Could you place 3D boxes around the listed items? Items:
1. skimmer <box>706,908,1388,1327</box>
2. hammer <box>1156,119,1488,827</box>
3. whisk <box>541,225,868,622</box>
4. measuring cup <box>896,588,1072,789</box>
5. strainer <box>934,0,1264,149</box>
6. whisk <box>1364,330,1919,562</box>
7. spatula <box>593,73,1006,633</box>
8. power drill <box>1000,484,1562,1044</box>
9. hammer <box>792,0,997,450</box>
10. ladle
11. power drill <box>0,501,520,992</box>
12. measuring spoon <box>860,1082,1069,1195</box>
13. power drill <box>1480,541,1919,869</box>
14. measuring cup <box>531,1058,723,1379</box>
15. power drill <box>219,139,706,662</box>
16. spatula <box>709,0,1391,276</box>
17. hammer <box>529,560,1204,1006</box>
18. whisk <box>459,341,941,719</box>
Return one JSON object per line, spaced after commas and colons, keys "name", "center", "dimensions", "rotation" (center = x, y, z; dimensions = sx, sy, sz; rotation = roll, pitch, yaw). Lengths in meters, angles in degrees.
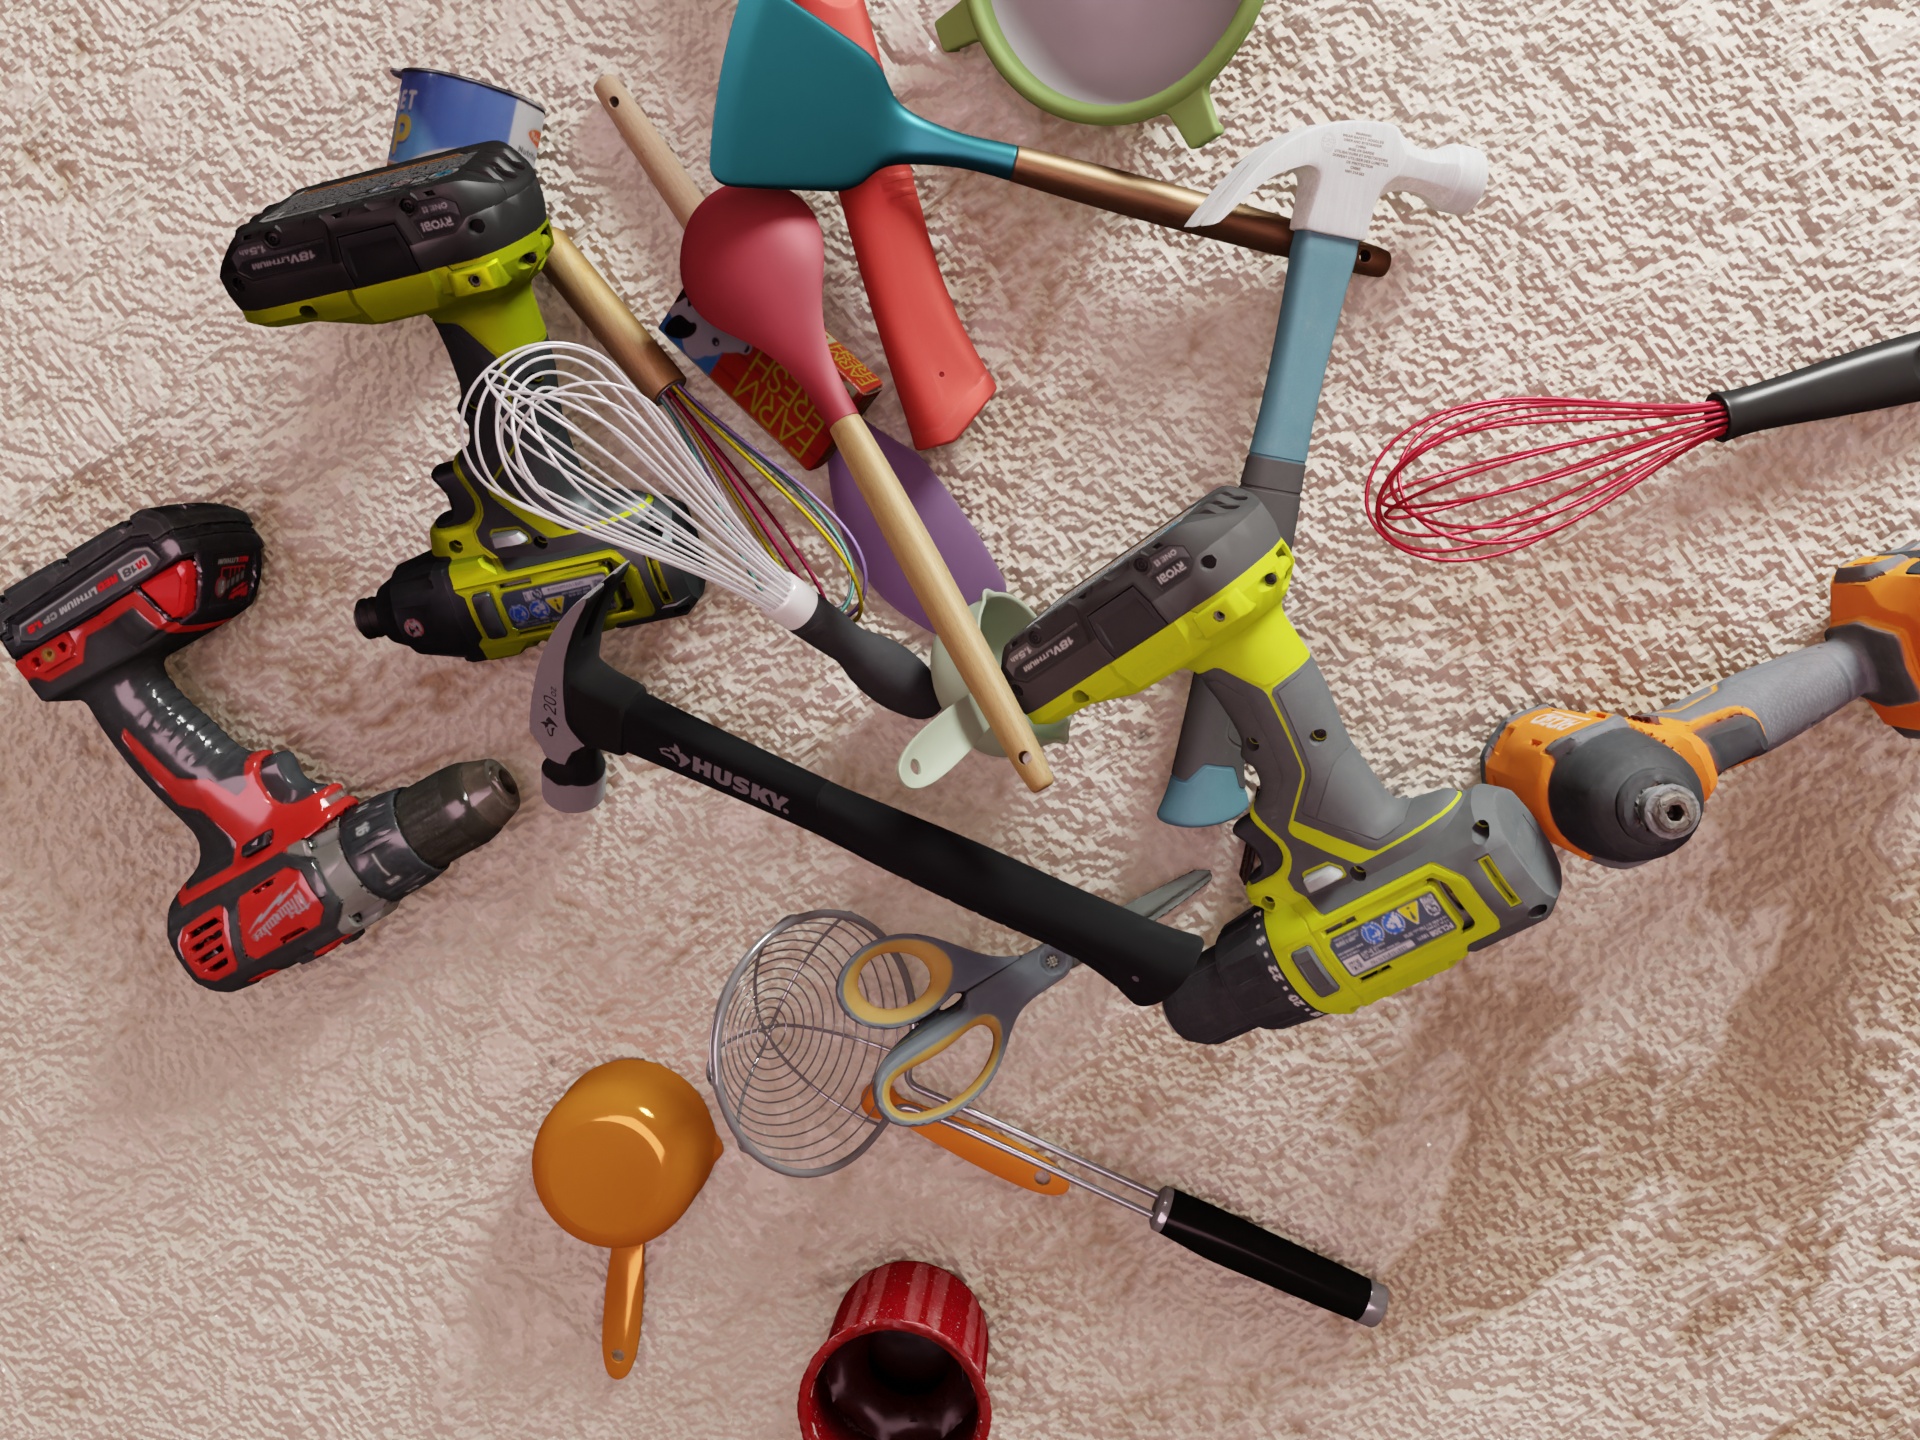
{"name": "skimmer", "center": [0.050, 0.209, 0.769], "dimensions": [0.363, 0.090, 0.127], "rotation": [25, 66, 0]}
{"name": "hammer", "center": [0.146, -0.108, 0.740], "dimensions": [0.128, 0.033, 0.331], "rotation": [7, 103, -16]}
{"name": "whisk", "center": [-0.130, -0.141, 0.774], "dimensions": [0.051, 0.047, 0.245], "rotation": [-40, 87, -4]}
{"name": "measuring cup", "center": [-0.001, -0.002, 0.718], "dimensions": [0.038, 0.167, 0.083], "rotation": [-23, 100, 32]}
{"name": "strainer", "center": [0.094, -0.390, 0.687], "dimensions": [0.151, 0.069, 0.256], "rotation": [29, 118, 20]}
{"name": "whisk", "center": [0.328, -0.133, 0.727], "dimensions": [0.296, 0.073, 0.073], "rotation": [-15, 95, 0]}
{"name": "spatula", "center": [-0.085, -0.178, 0.775], "dimensions": [0.060, 0.018, 0.316], "rotation": [-33, 93, 15]}
{"name": "power drill", "center": [0.123, 0.031, 0.706], "dimensions": [0.190, 0.080, 0.228], "rotation": [-34, 94, 32]}
{"name": "hammer", "center": [-0.064, -0.299, 0.727], "dimensions": [0.149, 0.037, 0.359], "rotation": [-16, 102, -2]}
{"name": "ladle", "center": [-0.040, -0.108, 0.697], "dimensions": [0.069, 0.031, 0.315], "rotation": [-30, 81, 10]}
{"name": "power drill", "center": [-0.345, 0.004, 0.791], "dimensions": [0.188, 0.080, 0.226], "rotation": [-28, 96, 7]}
{"name": "measuring spoon", "center": [0.002, 0.216, 0.813], "dimensions": [0.117, 0.011, 0.021], "rotation": [25, 98, 2]}
{"name": "power drill", "center": [0.353, -0.002, 0.684], "dimensions": [0.226, 0.164, 0.084], "rotation": [-23, 93, 5]}
{"name": "measuring cup", "center": [-0.176, 0.264, 0.813], "dimensions": [0.095, 0.052, 0.173], "rotation": [5, 95, 4]}
{"name": "power drill", "center": [-0.232, -0.133, 0.731], "dimensions": [0.171, 0.080, 0.223], "rotation": [-11, 122, 7]}
{"name": "spatula", "center": [0.050, -0.242, 0.710], "dimensions": [0.317, 0.044, 0.082], "rotation": [11, 100, -11]}
{"name": "hammer", "center": [-0.048, 0.042, 0.726], "dimensions": [0.335, 0.035, 0.146], "rotation": [23, 132, 12]}
{"name": "whisk", "center": [-0.098, -0.067, 0.698], "dimensions": [0.070, 0.070, 0.284], "rotation": [-46, 133, 8]}
